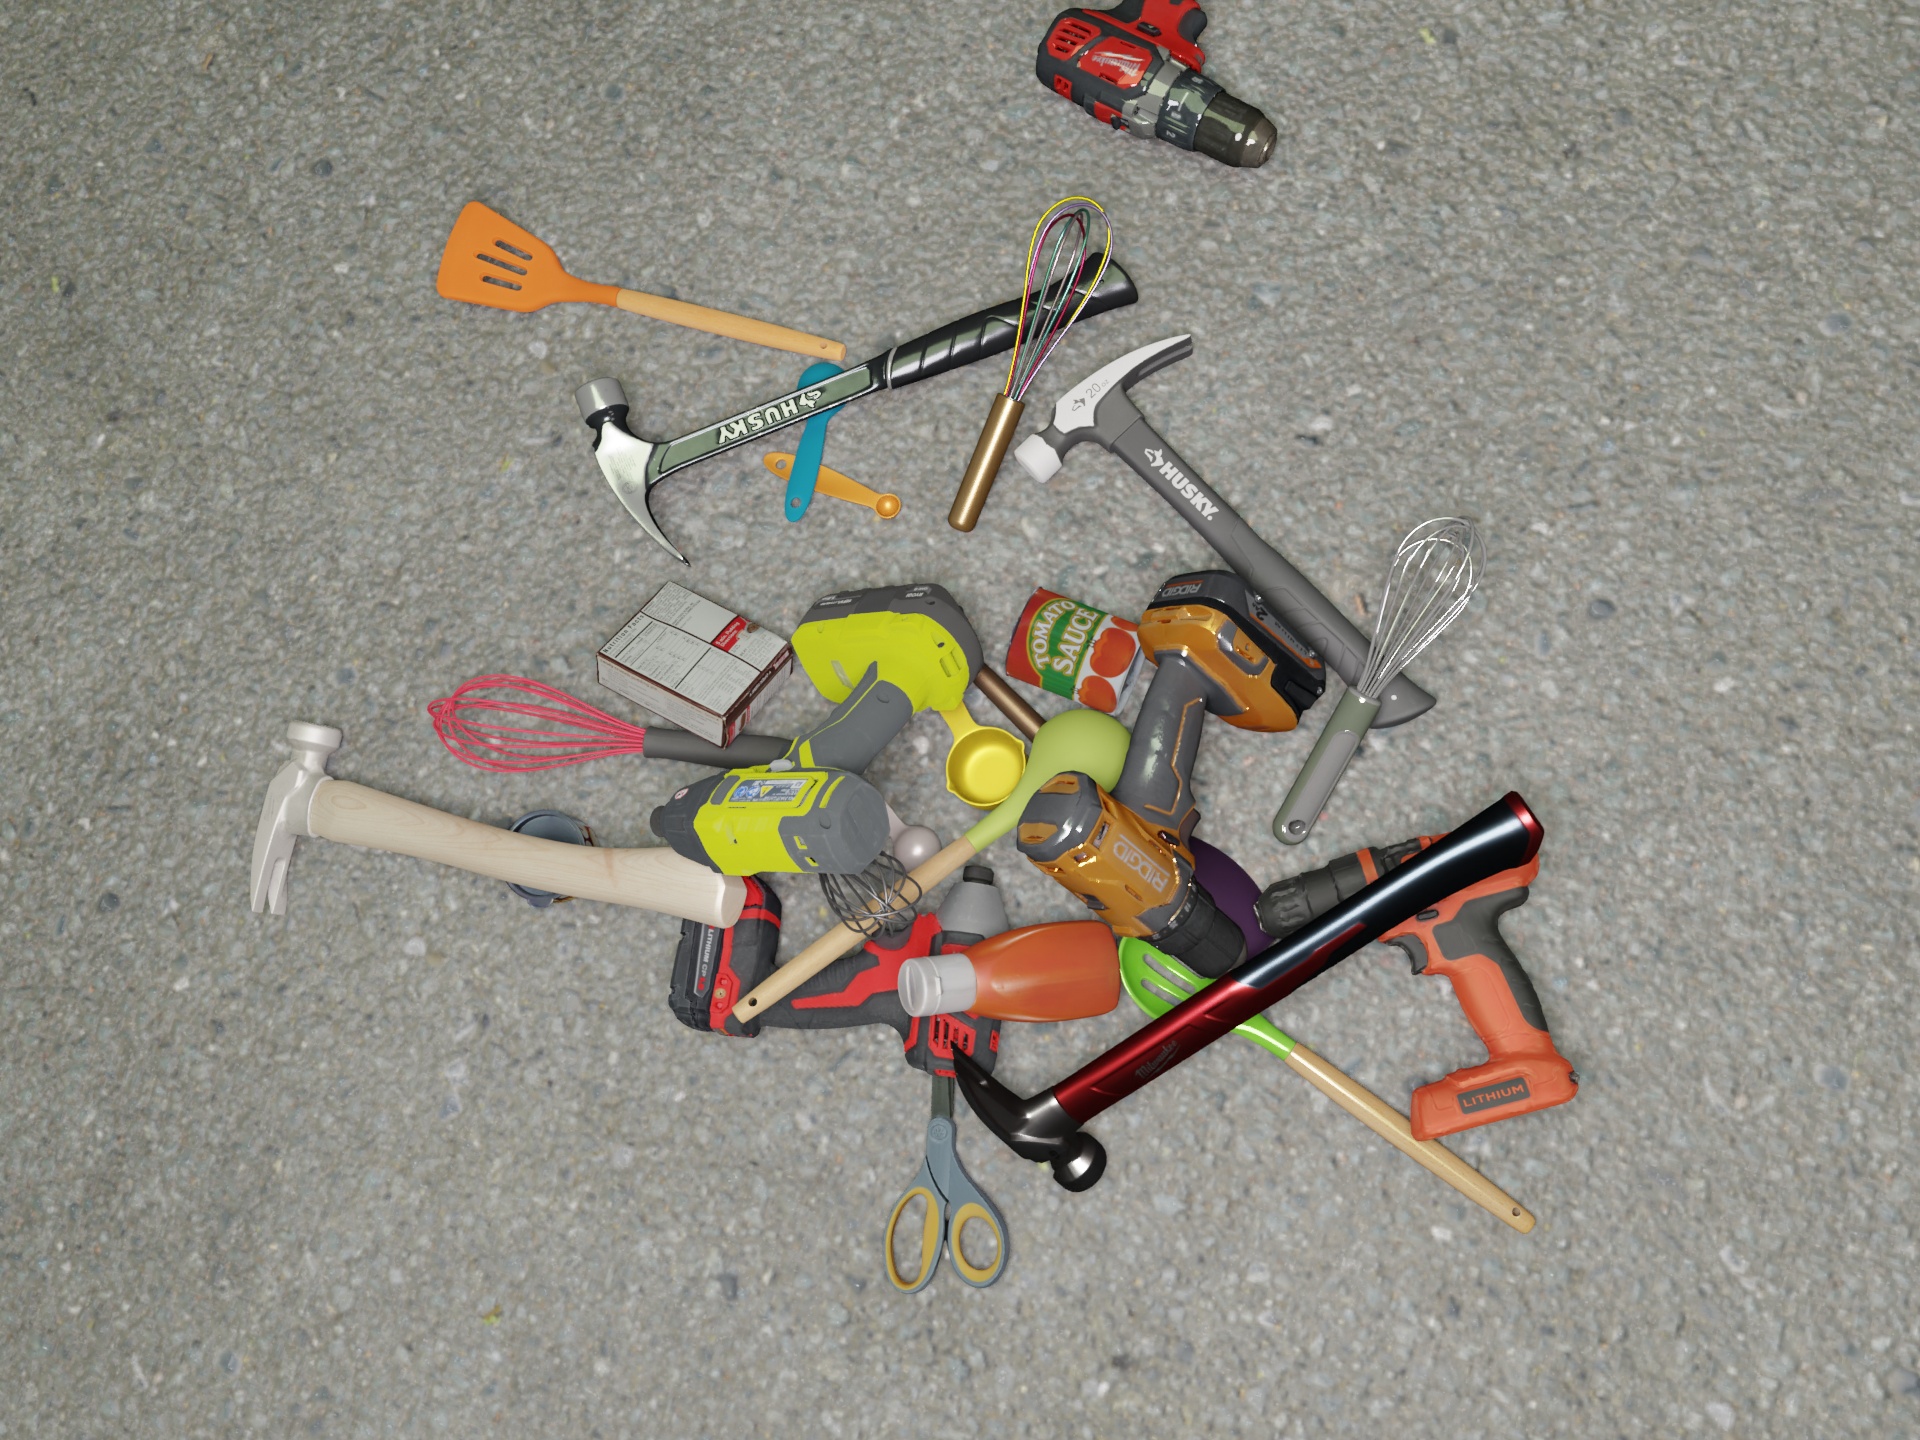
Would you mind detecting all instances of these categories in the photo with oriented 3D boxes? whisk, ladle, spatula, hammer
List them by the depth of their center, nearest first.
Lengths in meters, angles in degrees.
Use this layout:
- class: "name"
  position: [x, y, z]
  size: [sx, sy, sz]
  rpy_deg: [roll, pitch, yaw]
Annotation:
- class: "hammer"
  position: [0.177, 0.153, 0.982]
  size: [0.386, 0.038, 0.143]
  rpy_deg: [-36, 119, 14]
- class: "whisk"
  position: [0.268, -0.023, 1.035]
  size: [0.057, 0.059, 0.246]
  rpy_deg: [22, 109, -11]
- class: "whisk"
  position: [-0.088, 0.083, 1.048]
  size: [0.055, 0.239, 0.055]
  rpy_deg: [-9, 111, -24]
- class: "ladle"
  position: [-0.014, 0.099, 1.050]
  size: [0.320, 0.062, 0.078]
  rpy_deg: [-36, 76, -8]
- class: "spatula"
  position: [0.095, 0.045, 1.102]
  size: [0.060, 0.018, 0.316]
  rpy_deg: [-40, 74, -20]
- class: "hammer"
  position: [0.200, -0.123, 1.104]
  size: [0.146, 0.035, 0.335]
  rpy_deg: [-43, 76, 1]
- class: "hammer"
  position: [-0.333, 0.100, 1.115]
  size: [0.411, 0.038, 0.146]
  rpy_deg: [9, 83, 25]
- class: "whisk"
  position: [0.041, -0.249, 1.120]
  size: [0.051, 0.047, 0.245]
  rpy_deg: [42, 114, 50]
- class: "whisk"
  position: [-0.244, 0.013, 1.148]
  size: [0.296, 0.073, 0.073]
  rpy_deg: [7, 82, 7]
- class: "hammer"
  position: [-0.066, -0.244, 1.153]
  size: [0.409, 0.036, 0.149]
  rpy_deg: [-21, 85, 0]
- class: "spatula"
  position: [-0.241, -0.320, 1.213]
  size: [0.322, 0.041, 0.081]
  rpy_deg: [16, 83, 11]

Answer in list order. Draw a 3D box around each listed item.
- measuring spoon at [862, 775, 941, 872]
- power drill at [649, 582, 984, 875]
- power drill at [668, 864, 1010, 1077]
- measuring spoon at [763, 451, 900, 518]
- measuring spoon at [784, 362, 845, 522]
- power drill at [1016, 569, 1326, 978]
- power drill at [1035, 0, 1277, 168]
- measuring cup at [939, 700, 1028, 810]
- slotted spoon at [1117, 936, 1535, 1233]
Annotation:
- class: "measuring spoon"
  position: [-0.063, 0.061, 1.128]
  size: [0.124, 0.018, 0.034]
  rpy_deg: [43, 90, 15]
- class: "power drill"
  position: [-0.093, 0.009, 1.041]
  size: [0.171, 0.080, 0.223]
  rpy_deg: [-2, 39, 34]
- class: "power drill"
  position: [-0.075, 0.159, 1.082]
  size: [0.219, 0.078, 0.143]
  rpy_deg: [7, 75, 8]
- class: "measuring spoon"
  position: [-0.095, -0.174, 1.180]
  size: [0.117, 0.011, 0.021]
  rpy_deg: [23, 79, 16]
- class: "measuring spoon"
  position: [-0.112, -0.209, 1.174]
  size: [0.042, 0.021, 0.129]
  rpy_deg: [8, 76, 13]
- class: "power drill"
  position: [0.153, 0.041, 1.028]
  size: [0.185, 0.084, 0.226]
  rpy_deg: [40, 68, -26]
- class: "power drill"
  position: [0.185, -0.522, 1.156]
  size: [0.188, 0.080, 0.227]
  rpy_deg: [31, 90, 14]
- class: "measuring cup"
  position: [-0.002, -0.004, 1.130]
  size: [0.062, 0.029, 0.157]
  rpy_deg: [-32, 65, 4]
- class: "slotted spoon"
  position: [0.236, 0.234, 1.041]
  size: [0.314, 0.031, 0.070]
  rpy_deg: [35, 70, 12]
